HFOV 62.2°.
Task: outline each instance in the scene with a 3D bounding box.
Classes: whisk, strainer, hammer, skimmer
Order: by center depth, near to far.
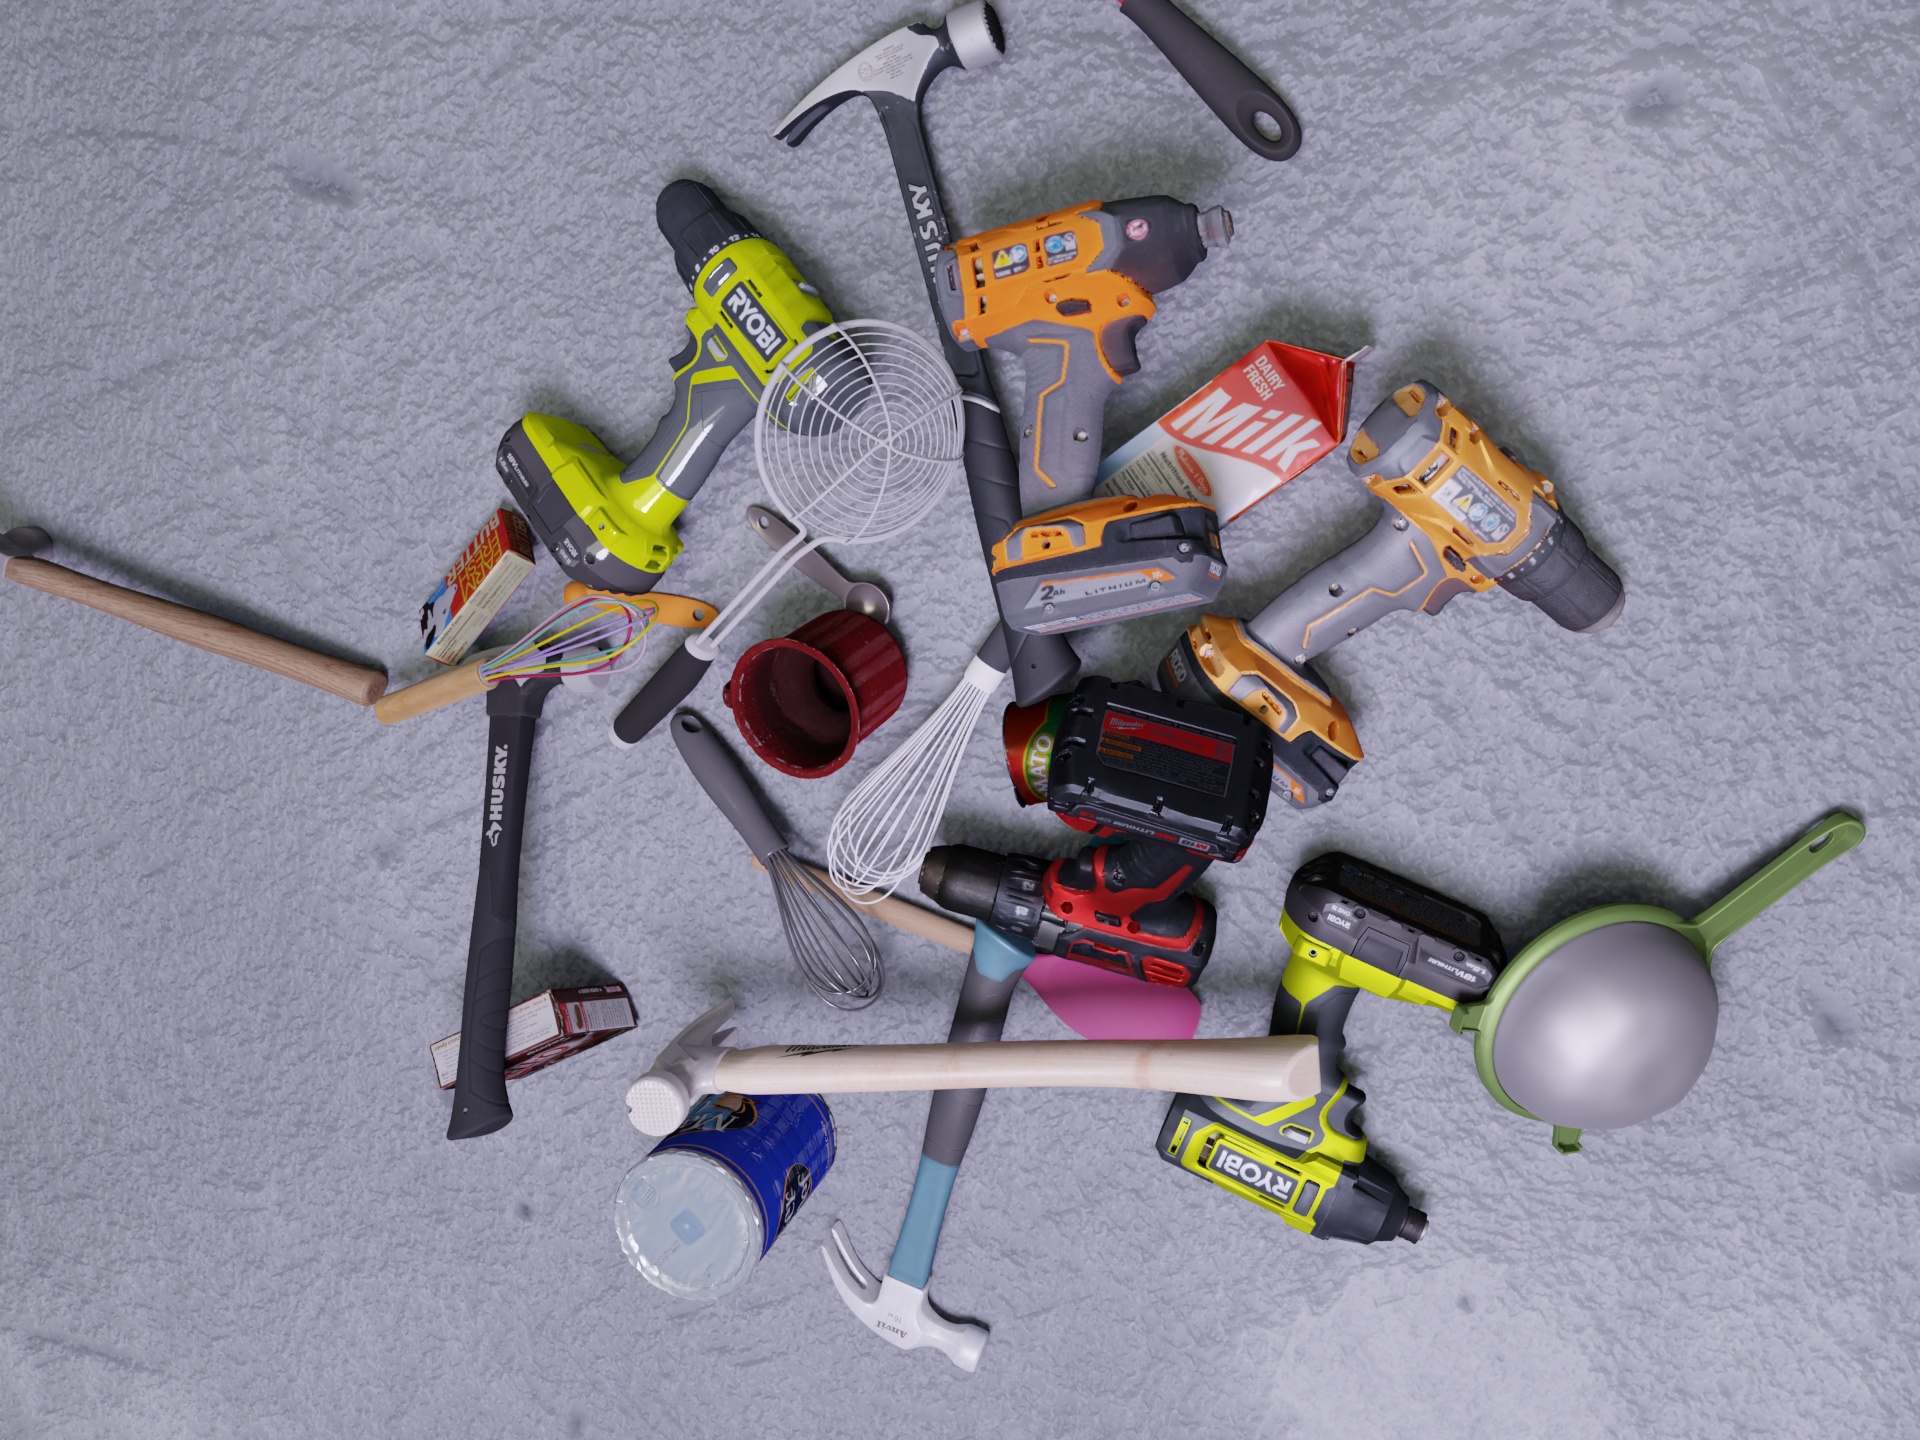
[{"bbox_3d":[0.413,0.148,0.890,0.256,0.069,0.151,-40,118,7],"label":"strainer"},{"bbox_3d":[0.084,-0.425,0.903,0.296,0.073,0.073,43,109,-3],"label":"whisk"},{"bbox_3d":[-0.001,-0.209,0.958,0.149,0.036,0.409,-14,91,20],"label":"hammer"},{"bbox_3d":[0.011,0.208,0.979,0.410,0.146,0.038,-3,101,14],"label":"hammer"},{"bbox_3d":[-0.130,-0.100,0.995,0.127,0.090,0.363,20,140,-29],"label":"skimmer"},{"bbox_3d":[-0.002,-0.004,1.013,0.070,0.070,0.284,34,103,7],"label":"whisk"},{"bbox_3d":[-0.297,-0.035,1.045,0.245,0.051,0.047,-16,68,26],"label":"whisk"},{"bbox_3d":[-0.126,0.090,1.055,0.055,0.055,0.239,-42,74,19],"label":"whisk"},{"bbox_3d":[-0.008,0.282,1.072,0.128,0.033,0.331,19,109,12],"label":"hammer"},{"bbox_3d":[-0.319,0.114,1.079,0.146,0.035,0.335,-1,81,23],"label":"hammer"},{"bbox_3d":[-0.574,-0.075,1.143,0.331,0.130,0.031,19,102,3],"label":"hammer"}]

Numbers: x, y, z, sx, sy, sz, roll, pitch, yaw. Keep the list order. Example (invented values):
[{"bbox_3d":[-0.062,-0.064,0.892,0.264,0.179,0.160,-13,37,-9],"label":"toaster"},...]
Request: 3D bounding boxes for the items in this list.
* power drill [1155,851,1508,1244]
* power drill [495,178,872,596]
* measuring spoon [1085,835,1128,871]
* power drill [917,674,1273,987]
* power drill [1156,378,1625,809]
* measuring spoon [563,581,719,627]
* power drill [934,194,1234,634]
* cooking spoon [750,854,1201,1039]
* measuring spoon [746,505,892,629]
[{"bbox_3d":[0.238,0.209,0.975,0.171,0.080,0.223,24,110,10],"label":"power drill"},{"bbox_3d":[-0.184,-0.209,1.004,0.228,0.080,0.191,-43,72,18],"label":"power drill"},{"bbox_3d":[0.119,0.060,1.010,0.128,0.021,0.042,-47,51,27],"label":"measuring spoon"},{"bbox_3d":[0.075,0.073,0.933,0.188,0.080,0.226,15,145,3],"label":"power drill"},{"bbox_3d":[0.247,-0.054,0.904,0.185,0.084,0.226,34,111,-19],"label":"power drill"},{"bbox_3d":[-0.219,-0.078,1.081,0.117,0.011,0.021,10,104,14],"label":"measuring spoon"},{"bbox_3d":[0.081,-0.172,0.868,0.164,0.084,0.226,-11,85,21],"label":"power drill"},{"bbox_3d":[0.006,0.146,1.058,0.319,0.017,0.068,20,110,11],"label":"cooking spoon"},{"bbox_3d":[-0.091,-0.103,1.040,0.124,0.018,0.034,39,124,12],"label":"measuring spoon"}]
